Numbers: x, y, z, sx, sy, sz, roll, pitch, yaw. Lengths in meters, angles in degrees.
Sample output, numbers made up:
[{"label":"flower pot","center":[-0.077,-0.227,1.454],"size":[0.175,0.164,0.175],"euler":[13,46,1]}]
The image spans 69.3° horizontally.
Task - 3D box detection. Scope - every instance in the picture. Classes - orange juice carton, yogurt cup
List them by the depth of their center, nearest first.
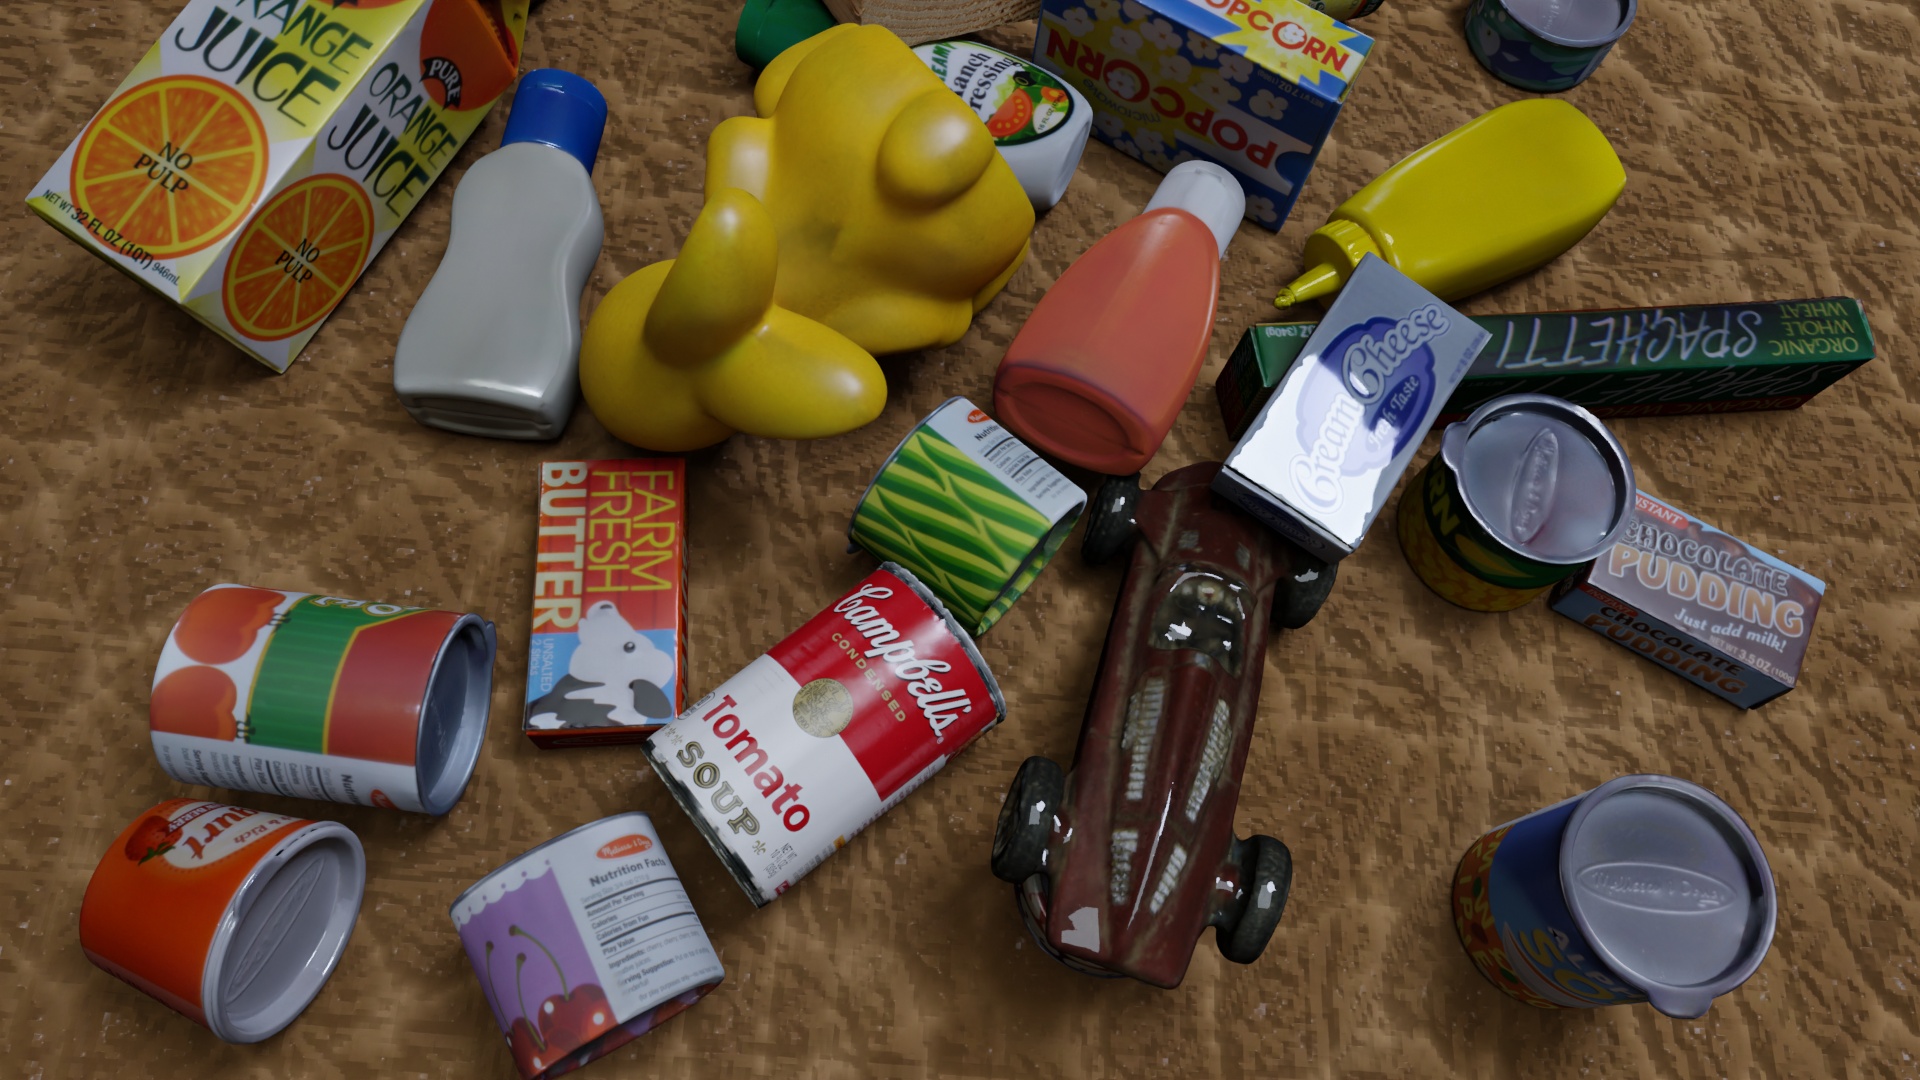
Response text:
[{"label":"yogurt cup","center":[-0.227,0.113,0.427],"size":[0.054,0.072,0.072],"euler":[15,68,10]},{"label":"orange juice carton","center":[-0.236,-0.167,0.515],"size":[0.072,0.073,0.193],"euler":[32,80,8]}]

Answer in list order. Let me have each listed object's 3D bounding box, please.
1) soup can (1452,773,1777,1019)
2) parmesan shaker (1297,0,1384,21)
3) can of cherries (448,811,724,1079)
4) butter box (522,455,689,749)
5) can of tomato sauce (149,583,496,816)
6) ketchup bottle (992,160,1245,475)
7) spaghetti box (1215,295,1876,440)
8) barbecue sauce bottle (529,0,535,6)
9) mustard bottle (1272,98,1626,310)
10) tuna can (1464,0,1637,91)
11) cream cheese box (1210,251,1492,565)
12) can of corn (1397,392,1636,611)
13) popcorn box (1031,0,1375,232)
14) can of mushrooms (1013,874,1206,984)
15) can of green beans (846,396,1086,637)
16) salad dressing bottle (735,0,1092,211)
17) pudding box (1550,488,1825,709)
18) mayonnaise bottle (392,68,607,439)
[{"label":"soup can","center":[0.207,0.119,0.450],"size":[0.071,0.083,0.071],"euler":[2,68,-4]},{"label":"parmesan shaker","center":[0.128,-0.253,0.600],"size":[0.103,0.071,0.071],"euler":[-14,70,-10]},{"label":"can of cherries","center":[-0.116,0.127,0.431],"size":[0.071,0.071,0.058],"euler":[-27,74,-14]},{"label":"butter box","center":[-0.123,0.020,0.493],"size":[0.053,0.024,0.104],"euler":[-2,68,-5]},{"label":"can of tomato sauce","center":[-0.204,0.049,0.452],"size":[0.083,0.071,0.071],"euler":[7,68,-1]},{"label":"ketchup bottle","center":[0.069,-0.091,0.527],"size":[0.065,0.043,0.149],"euler":[26,53,9]},{"label":"spaghetti box","center":[0.229,-0.068,0.546],"size":[0.250,0.050,0.029],"euler":[-4,71,-7]},{"label":"barbecue sauce bottle","center":[-0.181,-0.279,0.599],"size":[0.065,0.043,0.149],"euler":[36,69,9]},{"label":"mustard bottle","center":[0.191,-0.127,0.567],"size":[0.160,0.048,0.065],"euler":[-25,72,-13]},{"label":"tuna can","center":[0.263,-0.239,0.627],"size":[0.071,0.032,0.071],"euler":[2,68,-4]},{"label":"cream cheese box","center":[0.138,-0.047,0.490],"size":[0.053,0.024,0.104],"euler":[35,74,6]},{"label":"can of corn","center":[0.202,-0.014,0.517],"size":[0.071,0.058,0.071],"euler":[2,68,-4]},{"label":"popcorn box","center":[0.092,-0.190,0.564],"size":[0.127,0.085,0.038],"euler":[30,68,8]},{"label":"can of mushrooms","center":[0.054,0.113,0.466],"size":[0.071,0.033,0.071],"euler":[2,67,-5]},{"label":"can of green beans","center":[0.003,-0.008,0.493],"size":[0.058,0.071,0.071],"euler":[39,70,10]},{"label":"salad dressing bottle","center":[-0.020,-0.186,0.575],"size":[0.148,0.043,0.064],"euler":[25,63,5]},{"label":"pudding box","center":[0.274,0.021,0.524],"size":[0.084,0.030,0.050],"euler":[29,68,7]},{"label":"mayonnaise bottle","center":[-0.168,-0.112,0.535],"size":[0.065,0.041,0.148],"euler":[7,66,-2]}]
